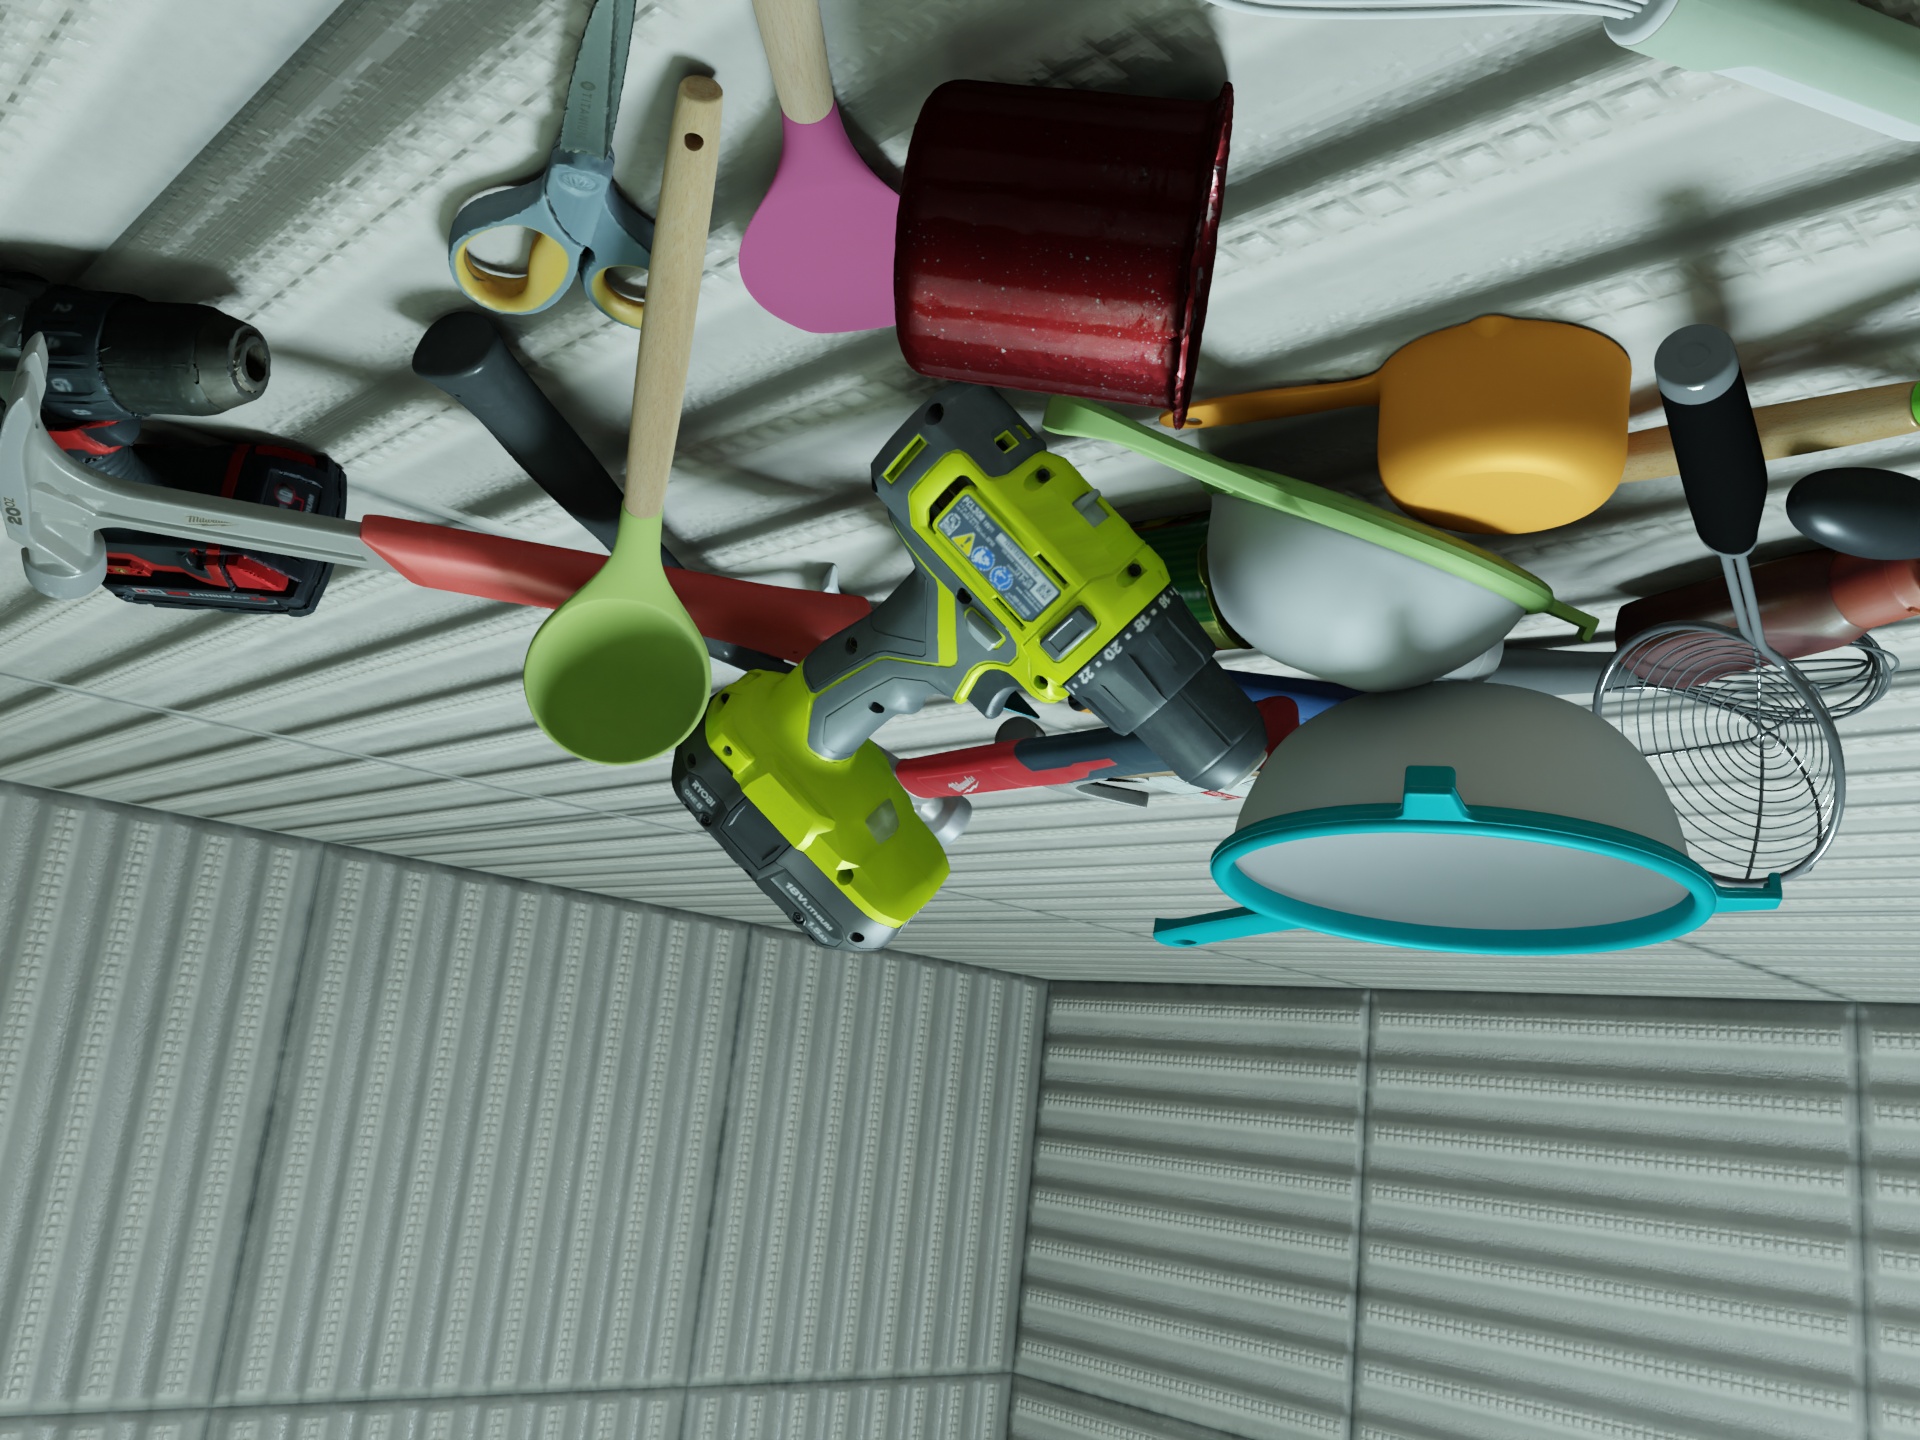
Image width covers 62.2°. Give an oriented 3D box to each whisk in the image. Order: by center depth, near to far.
[{"bbox_3d":[0.146,-0.165,0.355,0.246,0.059,0.058,7,-155,-22],"label":"whisk"},{"bbox_3d":[0.410,-0.059,0.577,0.284,0.070,0.070,5,168,-20],"label":"whisk"},{"bbox_3d":[0.360,-0.026,0.843,0.239,0.055,0.055,1,166,39],"label":"whisk"}]

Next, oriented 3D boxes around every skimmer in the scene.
[{"bbox_3d":[0.279,-0.027,0.614,0.127,0.090,0.363,52,-170,34],"label":"skimmer"}]

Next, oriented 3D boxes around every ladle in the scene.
[{"bbox_3d":[-0.114,-0.086,0.577,0.078,0.062,0.320,8,146,-12],"label":"ladle"}]

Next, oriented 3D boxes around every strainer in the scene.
[{"bbox_3d":[0.120,-0.060,0.624,0.256,0.069,0.152,14,-170,-39],"label":"strainer"},{"bbox_3d":[0.194,0.051,0.766,0.211,0.095,0.340,16,161,-21],"label":"strainer"}]

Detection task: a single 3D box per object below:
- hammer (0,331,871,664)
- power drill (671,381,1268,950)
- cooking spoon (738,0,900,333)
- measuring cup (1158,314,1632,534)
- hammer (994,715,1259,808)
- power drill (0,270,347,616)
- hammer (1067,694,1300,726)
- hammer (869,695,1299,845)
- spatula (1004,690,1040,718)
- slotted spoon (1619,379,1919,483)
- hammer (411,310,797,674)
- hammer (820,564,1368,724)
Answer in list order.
[{"bbox_3d":[-0.206,-0.072,0.684,0.359,0.037,0.149,9,152,-23],"label":"hammer"},{"bbox_3d":[-0.001,-0.002,0.672,0.228,0.190,0.080,-43,180,33],"label":"power drill"},{"bbox_3d":[-0.044,-0.182,0.425,0.069,0.017,0.318,-6,166,1],"label":"cooking spoon"},{"bbox_3d":[0.157,-0.101,0.594,0.173,0.052,0.095,-2,164,23],"label":"measuring cup"},{"bbox_3d":[0.196,0.024,1.005,0.331,0.031,0.130,-2,162,26],"label":"hammer"},{"bbox_3d":[-0.357,-0.122,0.705,0.188,0.080,0.226,4,163,8],"label":"power drill"},{"bbox_3d":[0.223,0.010,1.069,0.336,0.034,0.127,12,164,-21],"label":"hammer"},{"bbox_3d":[0.040,0.015,0.926,0.143,0.038,0.386,37,156,-24],"label":"hammer"},{"bbox_3d":[-0.049,-0.018,0.883,0.082,0.044,0.317,19,169,-19],"label":"spatula"},{"bbox_3d":[0.292,-0.098,0.521,0.070,0.031,0.314,13,174,-27],"label":"slotted spoon"},{"bbox_3d":[-0.163,-0.094,0.763,0.146,0.035,0.334,20,167,15],"label":"hammer"},{"bbox_3d":[0.106,-0.023,0.880,0.405,0.035,0.144,10,168,19],"label":"hammer"}]
